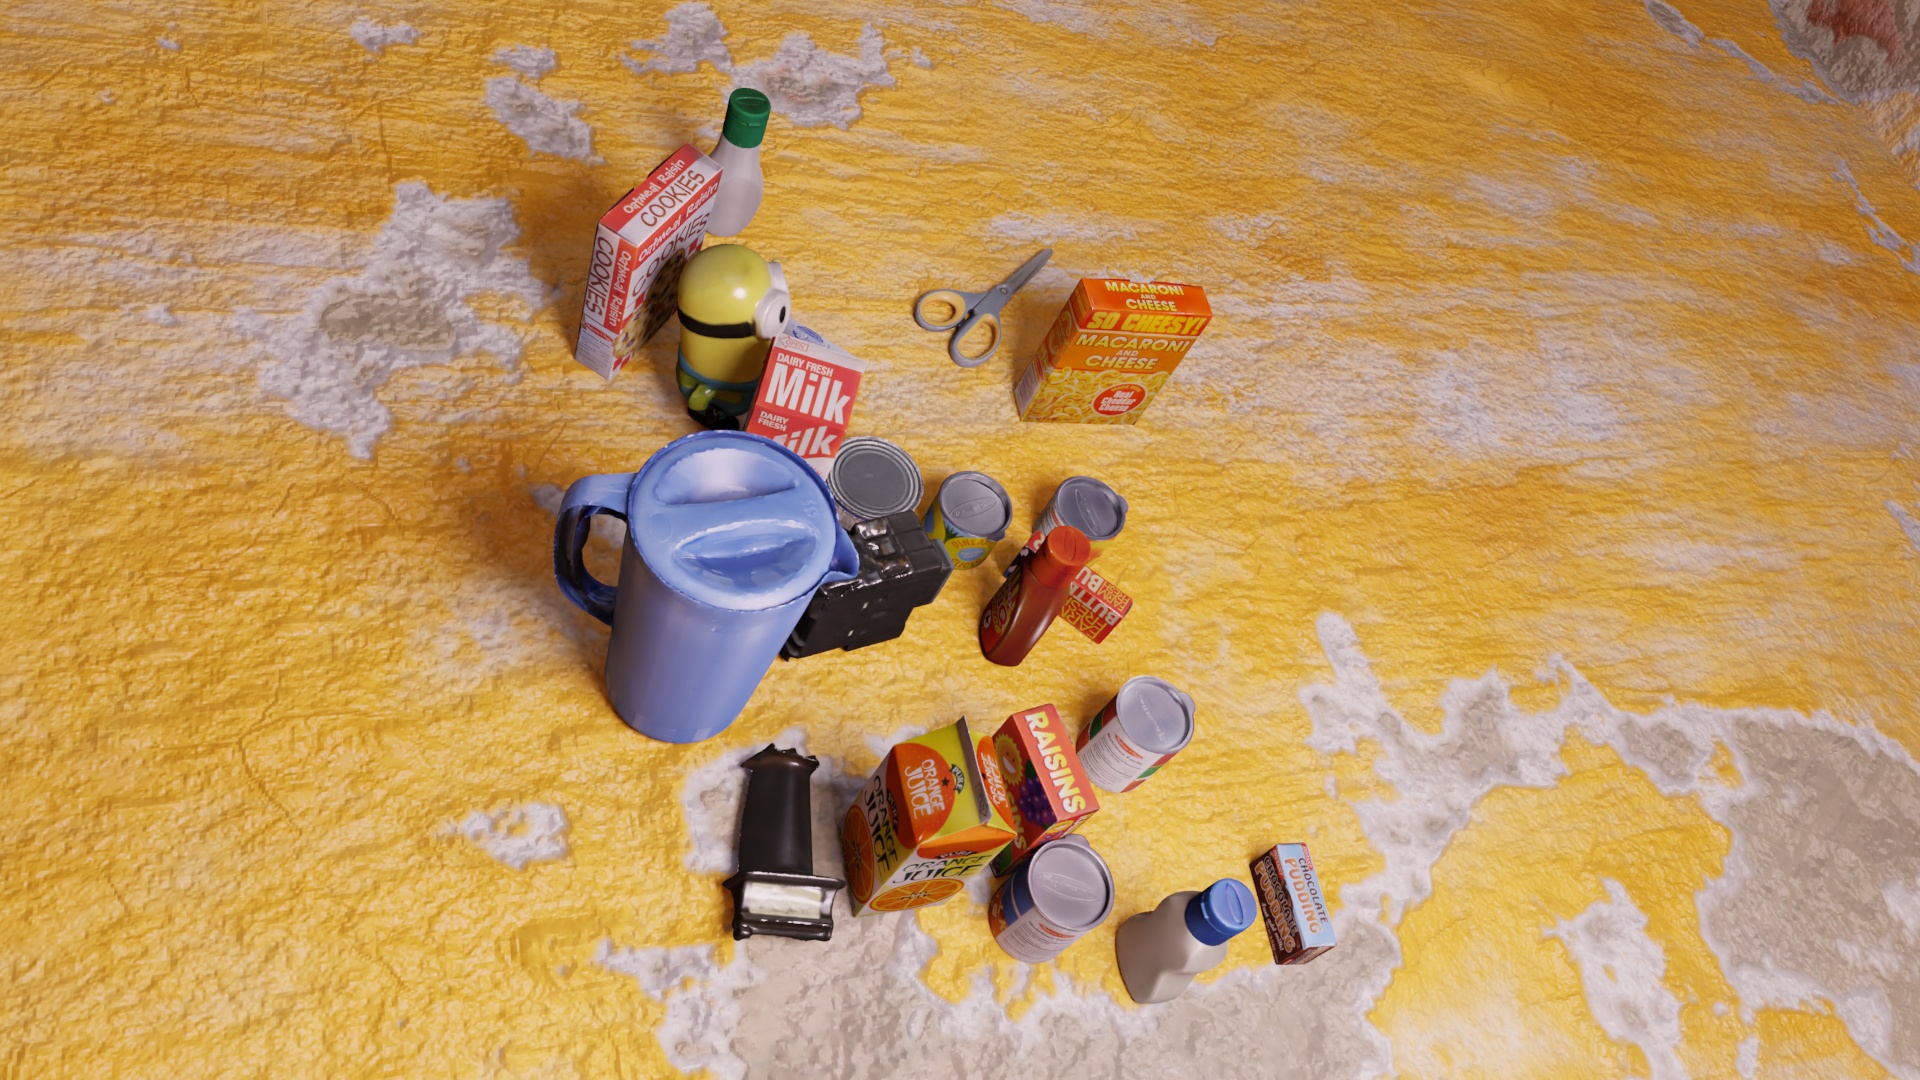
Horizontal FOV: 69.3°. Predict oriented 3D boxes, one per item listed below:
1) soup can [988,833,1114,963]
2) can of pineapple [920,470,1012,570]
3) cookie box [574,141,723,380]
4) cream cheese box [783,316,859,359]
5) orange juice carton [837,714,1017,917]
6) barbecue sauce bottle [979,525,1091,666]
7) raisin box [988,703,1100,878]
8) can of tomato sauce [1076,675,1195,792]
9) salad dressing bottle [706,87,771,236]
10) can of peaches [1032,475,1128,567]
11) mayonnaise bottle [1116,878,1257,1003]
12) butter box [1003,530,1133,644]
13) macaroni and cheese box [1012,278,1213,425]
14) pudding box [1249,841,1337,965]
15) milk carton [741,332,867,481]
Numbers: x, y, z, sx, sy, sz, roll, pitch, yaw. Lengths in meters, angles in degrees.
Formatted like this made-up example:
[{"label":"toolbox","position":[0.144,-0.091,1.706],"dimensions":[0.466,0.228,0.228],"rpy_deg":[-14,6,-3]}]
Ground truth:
[{"label":"soup can","position":[0.065,0.259,1.002],"dimensions":[0.071,0.083,0.072],"rpy_deg":[11,55,-16]},{"label":"can of pineapple","position":[0.004,-0.015,1.175],"dimensions":[0.071,0.057,0.071],"rpy_deg":[11,55,-16]},{"label":"cookie box","position":[-0.258,-0.227,1.138],"dimensions":[0.040,0.166,0.123],"rpy_deg":[32,52,0]},{"label":"cream cheese box","position":[-0.140,-0.161,1.215],"dimensions":[0.104,0.053,0.024],"rpy_deg":[32,52,0]},{"label":"orange juice carton","position":[-0.020,0.189,0.944],"dimensions":[0.073,0.191,0.072],"rpy_deg":[-1,59,-23]},{"label":"barbecue sauce bottle","position":[0.059,0.041,1.103],"dimensions":[0.044,0.147,0.065],"rpy_deg":[13,55,-14]},{"label":"raisin box","position":[0.047,0.185,1.019],"dimensions":[0.040,0.122,0.086],"rpy_deg":[-10,63,-28]},{"label":"can of tomato sauce","position":[0.139,0.154,1.103],"dimensions":[0.071,0.082,0.071],"rpy_deg":[11,55,-16]},{"label":"salad dressing bottle","position":[-0.203,-0.338,1.248],"dimensions":[0.064,0.147,0.044],"rpy_deg":[-7,62,-26]},{"label":"can of peaches","position":[0.105,-0.014,1.216],"dimensions":[0.071,0.057,0.071],"rpy_deg":[11,55,-16]},{"label":"mayonnaise bottle","position":[0.159,0.281,0.986],"dimensions":[0.041,0.147,0.065],"rpy_deg":[0,59,-23]},{"label":"butter box","position":[0.091,0.040,1.178],"dimensions":[0.103,0.052,0.024],"rpy_deg":[36,52,3]},{"label":"macaroni and cheese box","position":[0.135,-0.169,1.263],"dimensions":[0.124,0.165,0.040],"rpy_deg":[-1,59,-23]},{"label":"pudding box","position":[0.260,0.284,1.087],"dimensions":[0.030,0.049,0.084],"rpy_deg":[2,58,-21]},{"label":"milk carton","position":[-0.130,-0.091,1.086],"dimensions":[0.072,0.189,0.074],"rpy_deg":[16,54,-12]}]
